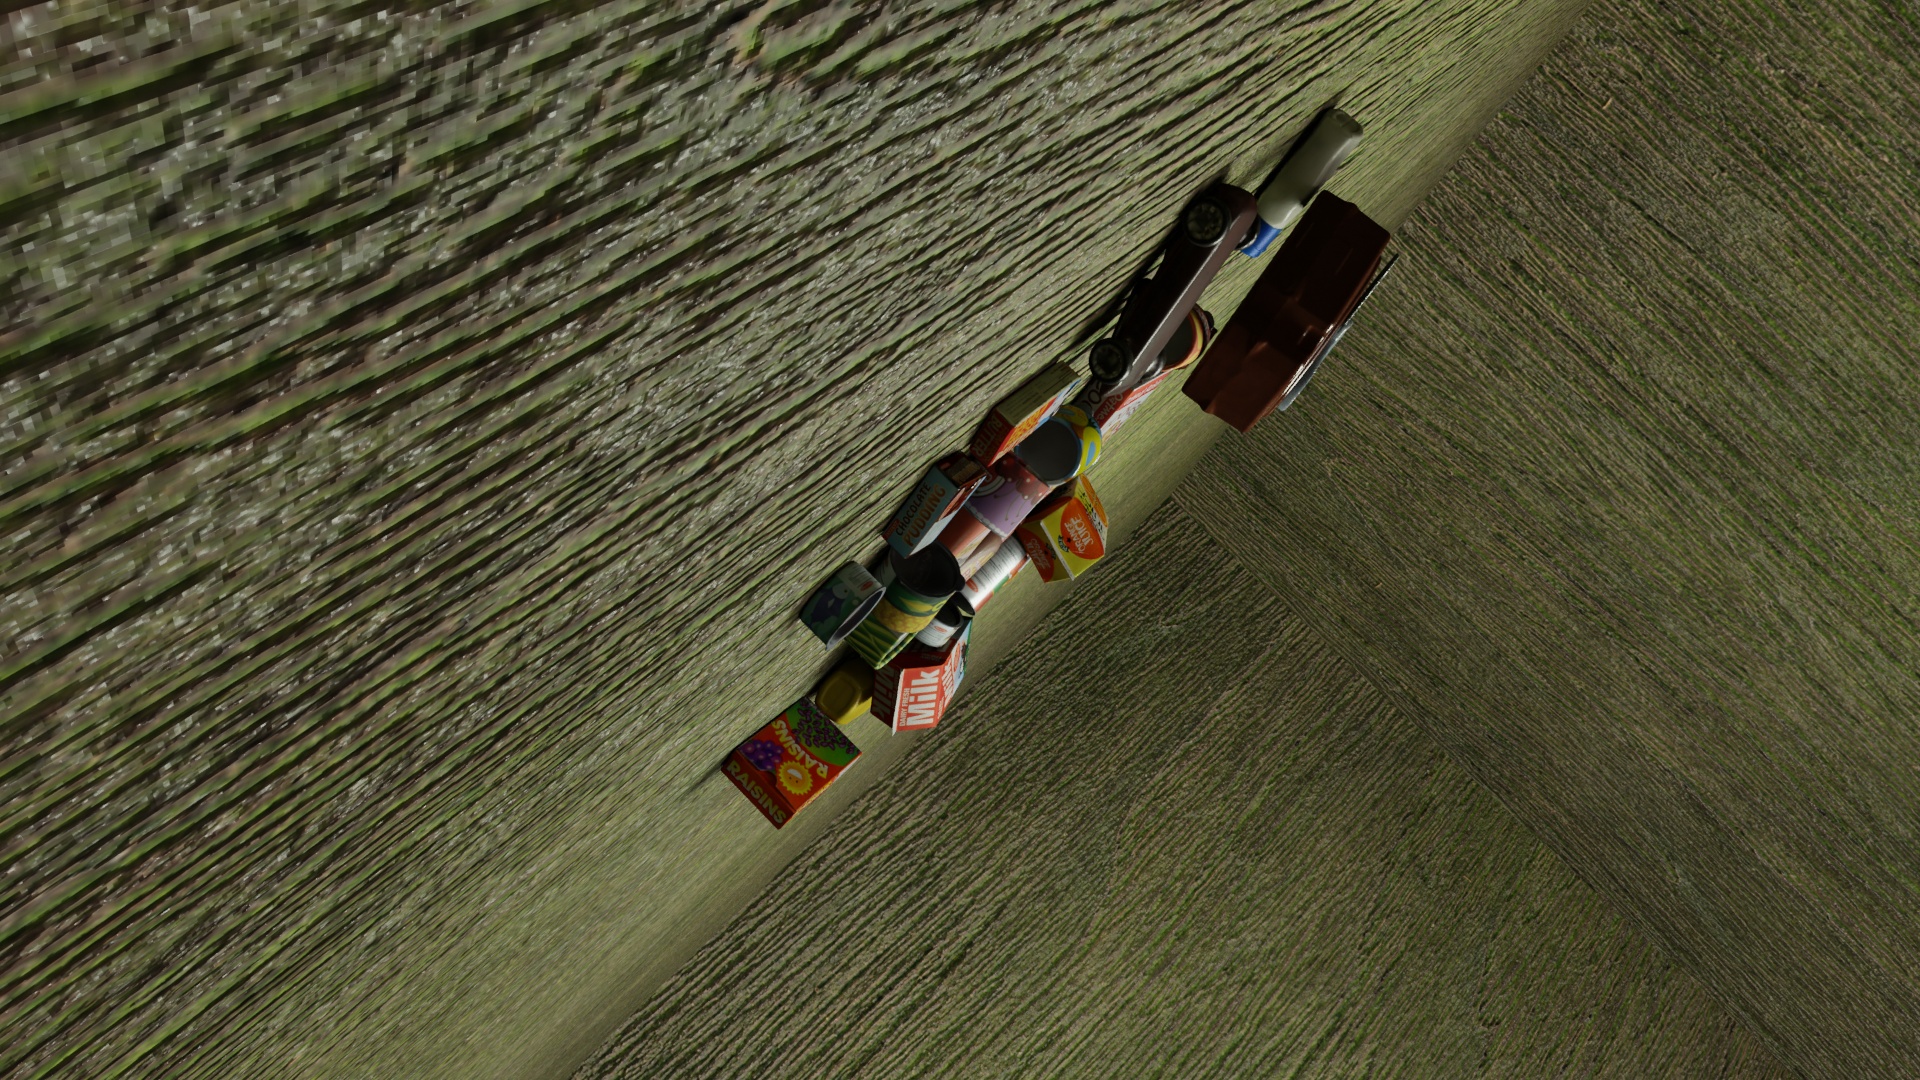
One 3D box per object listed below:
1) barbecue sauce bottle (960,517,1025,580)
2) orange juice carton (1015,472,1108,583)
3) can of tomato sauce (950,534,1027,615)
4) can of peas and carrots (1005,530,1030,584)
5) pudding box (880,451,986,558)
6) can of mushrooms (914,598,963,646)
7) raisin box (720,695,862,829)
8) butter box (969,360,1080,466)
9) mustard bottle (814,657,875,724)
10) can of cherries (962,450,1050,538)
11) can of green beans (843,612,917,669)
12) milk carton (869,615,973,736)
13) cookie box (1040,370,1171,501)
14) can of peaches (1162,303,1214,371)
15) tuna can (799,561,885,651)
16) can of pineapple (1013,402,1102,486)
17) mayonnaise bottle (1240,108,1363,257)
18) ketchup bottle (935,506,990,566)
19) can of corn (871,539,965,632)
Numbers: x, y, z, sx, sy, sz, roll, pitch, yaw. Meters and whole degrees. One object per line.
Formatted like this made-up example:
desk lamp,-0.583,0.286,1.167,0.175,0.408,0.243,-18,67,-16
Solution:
barbecue sauce bottle,0.004,0.013,1.396,0.149,0.044,0.064,-43,170,-23
orange juice carton,0.109,-0.014,1.494,0.073,0.071,0.193,-26,-169,14
can of tomato sauce,0.019,0.027,1.468,0.083,0.071,0.071,-45,172,-14
can of peas and carrots,0.044,0.011,1.540,0.071,0.059,0.071,-46,172,-8
pudding box,-0.021,-0.028,1.097,0.083,0.030,0.050,-51,170,30
can of mushrooms,-0.033,0.075,1.439,0.033,0.071,0.071,-49,172,22
raisin box,-0.167,0.220,1.384,0.040,0.086,0.124,-50,172,35
butter box,0.052,-0.104,1.124,0.104,0.024,0.052,-40,169,-43
mustard bottle,-0.110,0.157,1.506,0.065,0.049,0.160,-52,172,8
can of cherries,0.031,-0.046,1.164,0.058,0.071,0.071,-48,172,8
can of green beans,-0.073,0.072,1.231,0.071,0.058,0.071,-45,172,-8
milk carton,-0.044,0.136,1.463,0.191,0.073,0.072,-54,152,-69
cookie box,0.133,-0.119,1.422,0.166,0.040,0.123,-49,172,29
can of peaches,0.191,-0.189,1.264,0.071,0.071,0.058,-50,171,23
tuna can,-0.095,0.052,1.102,0.071,0.033,0.071,-45,172,-8
can of pineapple,0.088,-0.088,1.250,0.070,0.071,0.058,-50,171,26
mayonnaise bottle,0.308,-0.328,1.285,0.147,0.041,0.065,-50,175,34
ketchup bottle,0.004,-0.016,1.251,0.148,0.043,0.065,-51,171,29
can of corn,-0.039,0.038,1.188,0.071,0.071,0.058,-38,170,-46
